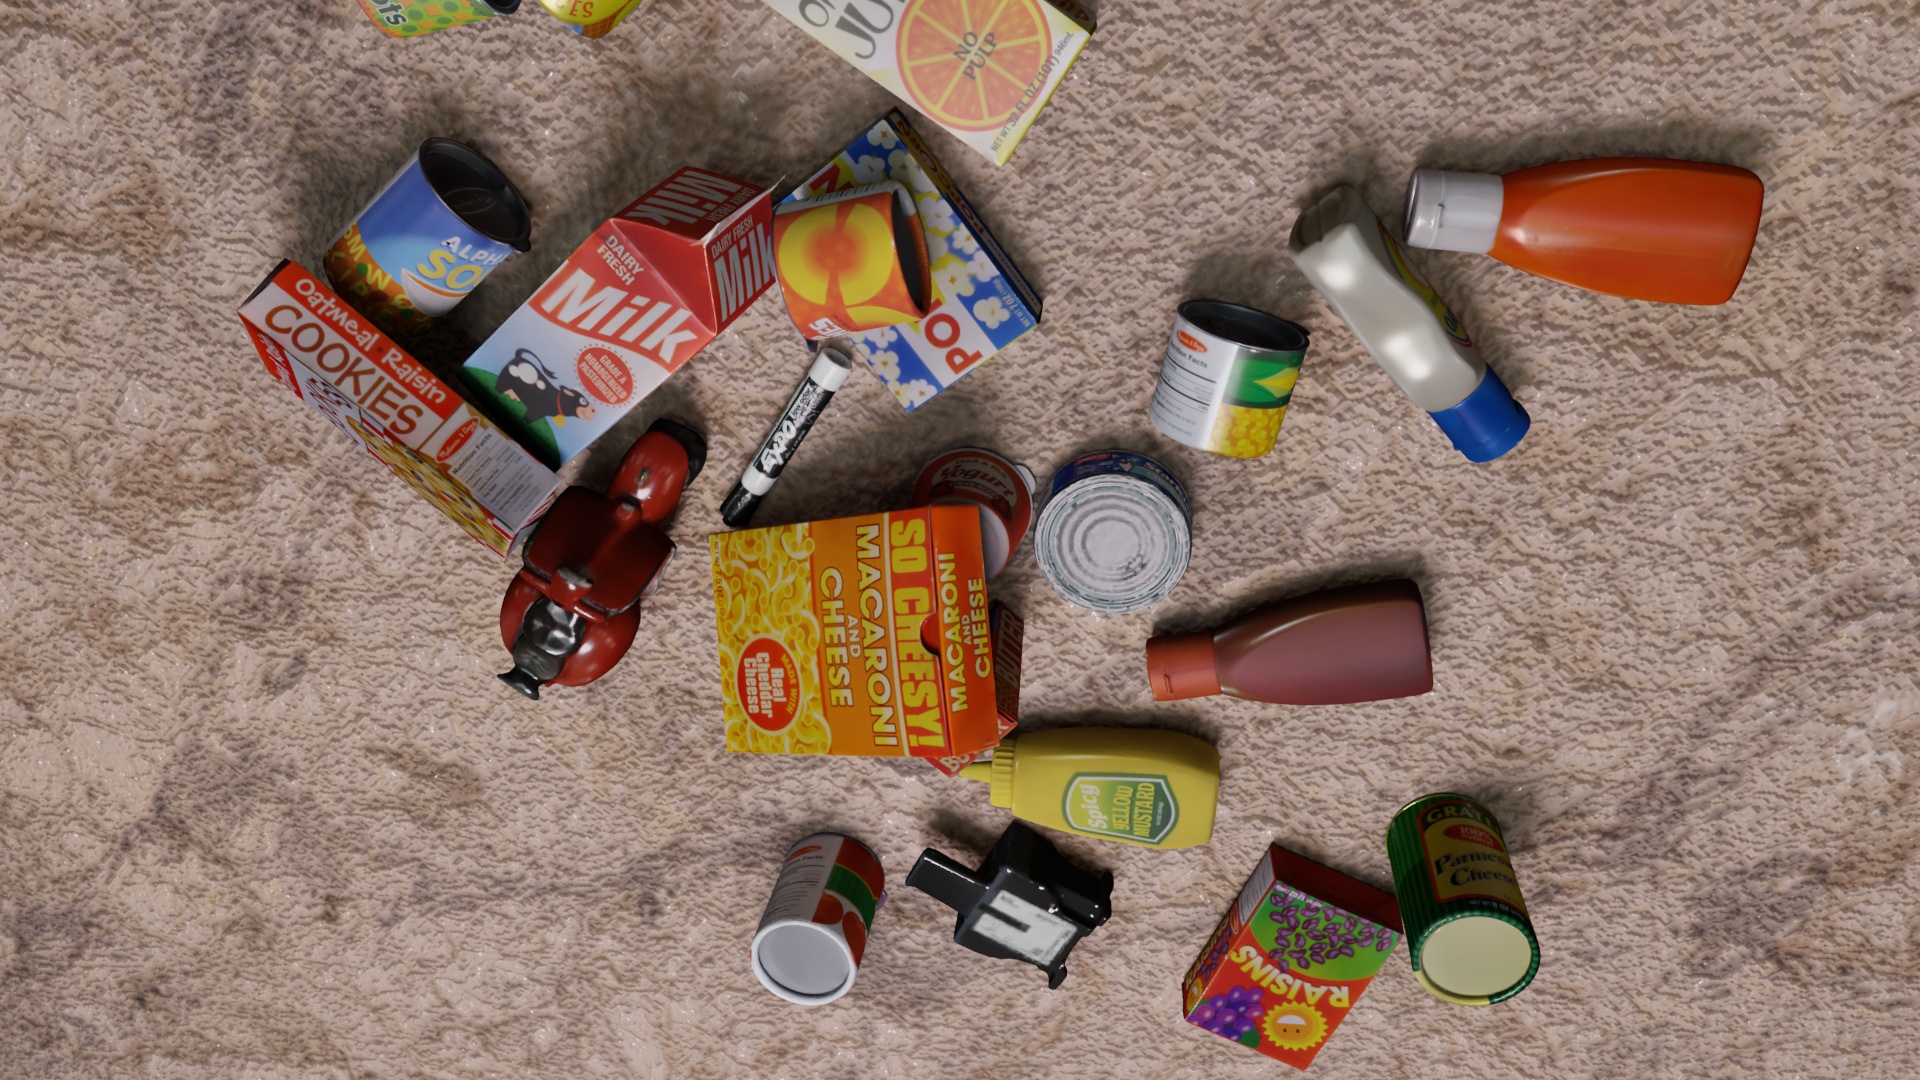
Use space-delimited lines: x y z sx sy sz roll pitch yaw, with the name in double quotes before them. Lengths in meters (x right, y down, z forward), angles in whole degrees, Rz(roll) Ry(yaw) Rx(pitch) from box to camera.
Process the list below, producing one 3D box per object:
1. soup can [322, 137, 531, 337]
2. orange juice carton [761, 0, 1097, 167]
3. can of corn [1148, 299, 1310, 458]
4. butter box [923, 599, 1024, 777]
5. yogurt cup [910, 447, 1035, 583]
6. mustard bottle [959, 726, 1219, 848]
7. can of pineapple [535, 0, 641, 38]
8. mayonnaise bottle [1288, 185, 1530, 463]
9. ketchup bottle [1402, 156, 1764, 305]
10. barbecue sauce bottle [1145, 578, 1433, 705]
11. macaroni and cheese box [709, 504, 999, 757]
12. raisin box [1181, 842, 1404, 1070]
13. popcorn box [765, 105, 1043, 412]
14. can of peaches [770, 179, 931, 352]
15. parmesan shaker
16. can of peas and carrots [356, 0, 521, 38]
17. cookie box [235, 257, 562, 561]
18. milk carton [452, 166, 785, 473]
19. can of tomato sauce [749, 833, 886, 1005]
"soup can" -0.273 -0.152 0.714 0.083 0.072 0.071 -35 105 22
"orange juice carton" -0.037 -0.258 0.627 0.192 0.073 0.071 33 115 -7
"can of corn" 0.134 -0.080 0.689 0.071 0.071 0.058 14 117 2
"butter box" 0.008 0.080 0.759 0.024 0.104 0.053 41 113 -16
"yogurt cup" 0.003 -0.009 0.746 0.072 0.054 0.072 4 116 8
"mustard bottle" 0.068 0.140 0.808 0.160 0.049 0.065 4 114 7
"can of pineapple" -0.170 -0.275 0.641 0.057 0.071 0.071 -35 106 22
"mayonnaise bottle" 0.218 -0.101 0.669 0.041 0.065 0.148 -36 109 30
"ketchup bottle" 0.285 -0.148 0.645 0.149 0.044 0.064 7 115 6
"barbecue sauce bottle" 0.178 0.062 0.759 0.148 0.044 0.064 -9 113 13
"macaroni and cheese box" -0.060 0.050 0.727 0.166 0.040 0.123 -6 88 41
"raisin box" 0.200 0.255 0.848 0.086 0.040 0.122 23 115 -3
"popcorn box" -0.029 -0.139 0.699 0.085 0.038 0.126 -32 106 22
"can of peaches" -0.049 -0.128 0.648 0.058 0.071 0.071 -10 113 12
"parmesan shaker" 0.280 0.199 0.773 0.071 0.103 0.071 3 115 7
"can of peas and carrots" -0.249 -0.274 0.652 0.059 0.071 0.070 -8 113 13
"cookie box" -0.292 -0.063 0.734 0.167 0.122 0.040 41 71 -11
"milk carton" -0.160 -0.116 0.687 0.190 0.073 0.073 -31 107 35
"can of tomato sauce" -0.086 0.234 0.856 0.071 0.083 0.071 3 115 7
